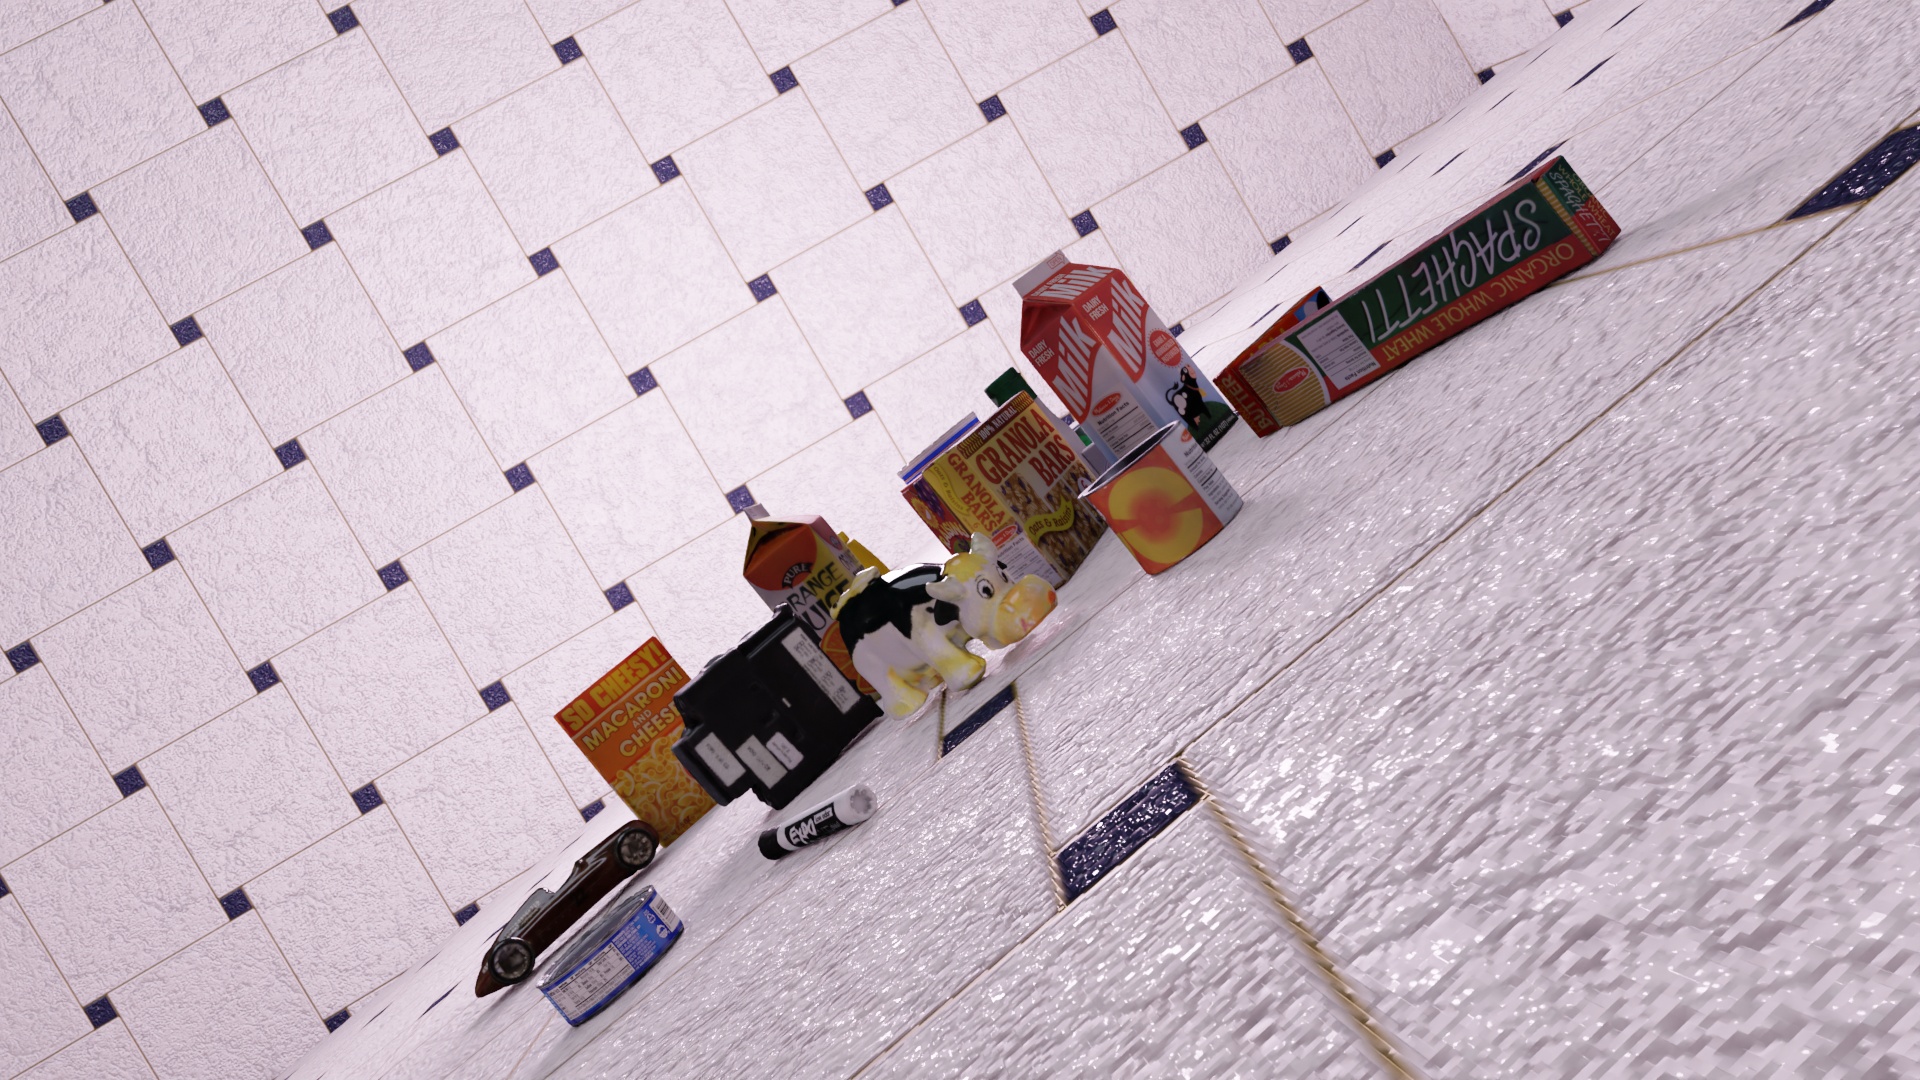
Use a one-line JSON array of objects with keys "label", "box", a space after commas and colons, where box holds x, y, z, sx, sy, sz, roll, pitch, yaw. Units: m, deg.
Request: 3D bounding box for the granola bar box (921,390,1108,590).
[{"label": "granola bar box", "box": [0.049, -0.035, 1.035, 0.039, 0.124, 0.166, -38, 3, 27]}]

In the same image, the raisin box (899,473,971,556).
[{"label": "raisin box", "box": [0.005, -0.016, 1.288, 0.040, 0.123, 0.086, -40, 3, -19]}]

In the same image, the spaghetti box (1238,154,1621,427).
[{"label": "spaghetti box", "box": [0.242, -0.126, 0.753, 0.029, 0.050, 0.249, -41, 3, -27]}]

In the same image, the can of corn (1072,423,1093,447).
[{"label": "can of corn", "box": [0.140, -0.098, 1.483, 0.071, 0.058, 0.071, -39, 3, 2]}]

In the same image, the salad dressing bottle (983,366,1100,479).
[{"label": "salad dressing bottle", "box": [0.081, -0.095, 1.297, 0.044, 0.147, 0.064, -40, 3, -17]}]

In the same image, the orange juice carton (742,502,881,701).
[{"label": "orange juice carton", "box": [-0.115, 0.045, 1.173, 0.073, 0.192, 0.072, -39, 3, 7]}]

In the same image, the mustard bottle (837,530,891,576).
[{"label": "mustard bottle", "box": [-0.101, 0.041, 1.371, 0.065, 0.160, 0.049, -37, 4, 40]}]

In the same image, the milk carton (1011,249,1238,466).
[{"label": "milk carton", "box": [0.117, -0.136, 1.066, 0.073, 0.190, 0.073, -42, 4, -40]}]

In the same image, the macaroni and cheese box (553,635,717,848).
[{"label": "macaroni and cheese box", "box": [-0.295, 0.196, 1.355, 0.124, 0.166, 0.040, -40, 3, -20]}]

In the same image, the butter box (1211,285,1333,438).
[{"label": "butter box", "box": [0.216, -0.117, 0.907, 0.104, 0.053, 0.024, -41, 3, -25]}]

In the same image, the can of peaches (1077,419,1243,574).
[{"label": "can of peaches", "box": [0.108, -0.022, 0.752, 0.071, 0.058, 0.071, -39, 3, 2]}]

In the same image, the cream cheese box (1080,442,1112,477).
[{"label": "cream cheese box", "box": [0.156, -0.084, 1.144, 0.103, 0.053, 0.024, -38, 3, 17]}]
